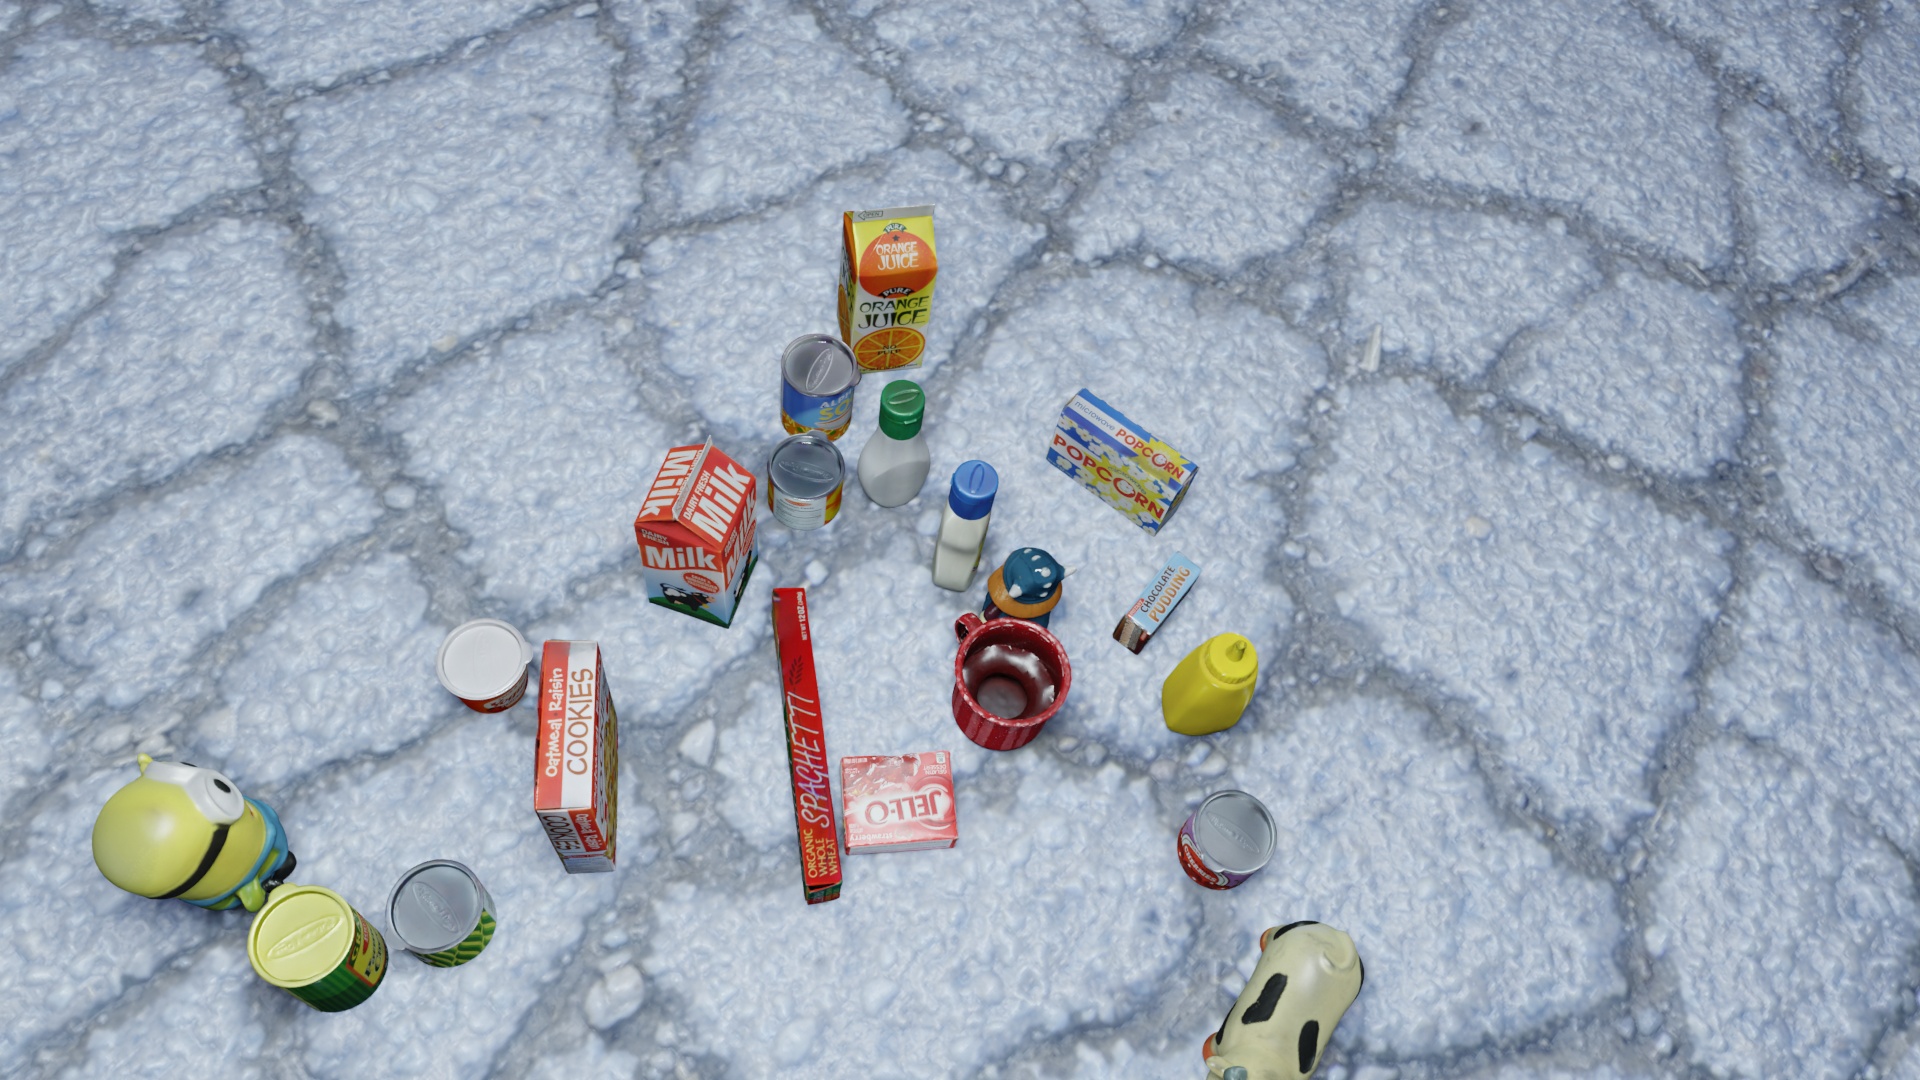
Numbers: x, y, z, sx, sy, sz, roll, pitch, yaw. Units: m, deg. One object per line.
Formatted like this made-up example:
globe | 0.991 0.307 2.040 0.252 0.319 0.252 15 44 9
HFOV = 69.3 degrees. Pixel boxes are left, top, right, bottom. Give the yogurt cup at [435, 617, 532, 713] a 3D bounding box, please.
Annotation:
yogurt cup | -0.372 0.102 1.093 0.072 0.053 0.073 3 62 -6

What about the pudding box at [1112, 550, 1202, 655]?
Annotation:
pudding box | 0.170 0.053 1.197 0.030 0.049 0.084 37 64 12

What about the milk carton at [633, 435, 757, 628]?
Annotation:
milk carton | -0.207 -0.007 1.097 0.073 0.189 0.072 18 62 2

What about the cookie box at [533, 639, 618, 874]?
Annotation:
cookie box | -0.277 0.160 1.011 0.040 0.166 0.123 -2 63 -9

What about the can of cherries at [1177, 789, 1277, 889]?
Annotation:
can of cherries | 0.208 0.239 1.098 0.071 0.058 0.072 3 62 -6

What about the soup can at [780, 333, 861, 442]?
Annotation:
soup can | -0.125 -0.132 1.236 0.071 0.083 0.071 3 62 -6

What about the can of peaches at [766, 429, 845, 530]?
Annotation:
can of peaches | -0.134 -0.052 1.206 0.071 0.057 0.071 3 62 -6

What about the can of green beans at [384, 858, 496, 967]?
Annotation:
can of green beans | -0.373 0.270 1.001 0.071 0.057 0.071 3 62 -6

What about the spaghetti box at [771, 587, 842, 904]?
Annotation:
spaghetti box | -0.123 0.159 1.100 0.029 0.050 0.251 -5 63 -11

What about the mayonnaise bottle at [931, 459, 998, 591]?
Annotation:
mayonnaise bottle | 0.004 -0.014 1.154 0.041 0.147 0.065 15 61 0

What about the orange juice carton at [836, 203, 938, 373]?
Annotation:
orange juice carton | -0.066 -0.233 1.236 0.072 0.191 0.073 -8 64 -12

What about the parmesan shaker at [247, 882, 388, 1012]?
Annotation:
parmesan shaker | -0.442 0.281 0.960 0.071 0.102 0.071 3 62 -6

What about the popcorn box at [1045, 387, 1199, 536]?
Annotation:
popcorn box | 0.142 -0.070 1.239 0.127 0.084 0.038 36 64 11

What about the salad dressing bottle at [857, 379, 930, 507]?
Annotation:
salad dressing bottle | -0.054 -0.082 1.182 0.064 0.147 0.044 -17 66 -16

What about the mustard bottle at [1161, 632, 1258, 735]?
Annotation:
mustard bottle | 0.205 0.110 1.109 0.065 0.159 0.049 1 62 -7
